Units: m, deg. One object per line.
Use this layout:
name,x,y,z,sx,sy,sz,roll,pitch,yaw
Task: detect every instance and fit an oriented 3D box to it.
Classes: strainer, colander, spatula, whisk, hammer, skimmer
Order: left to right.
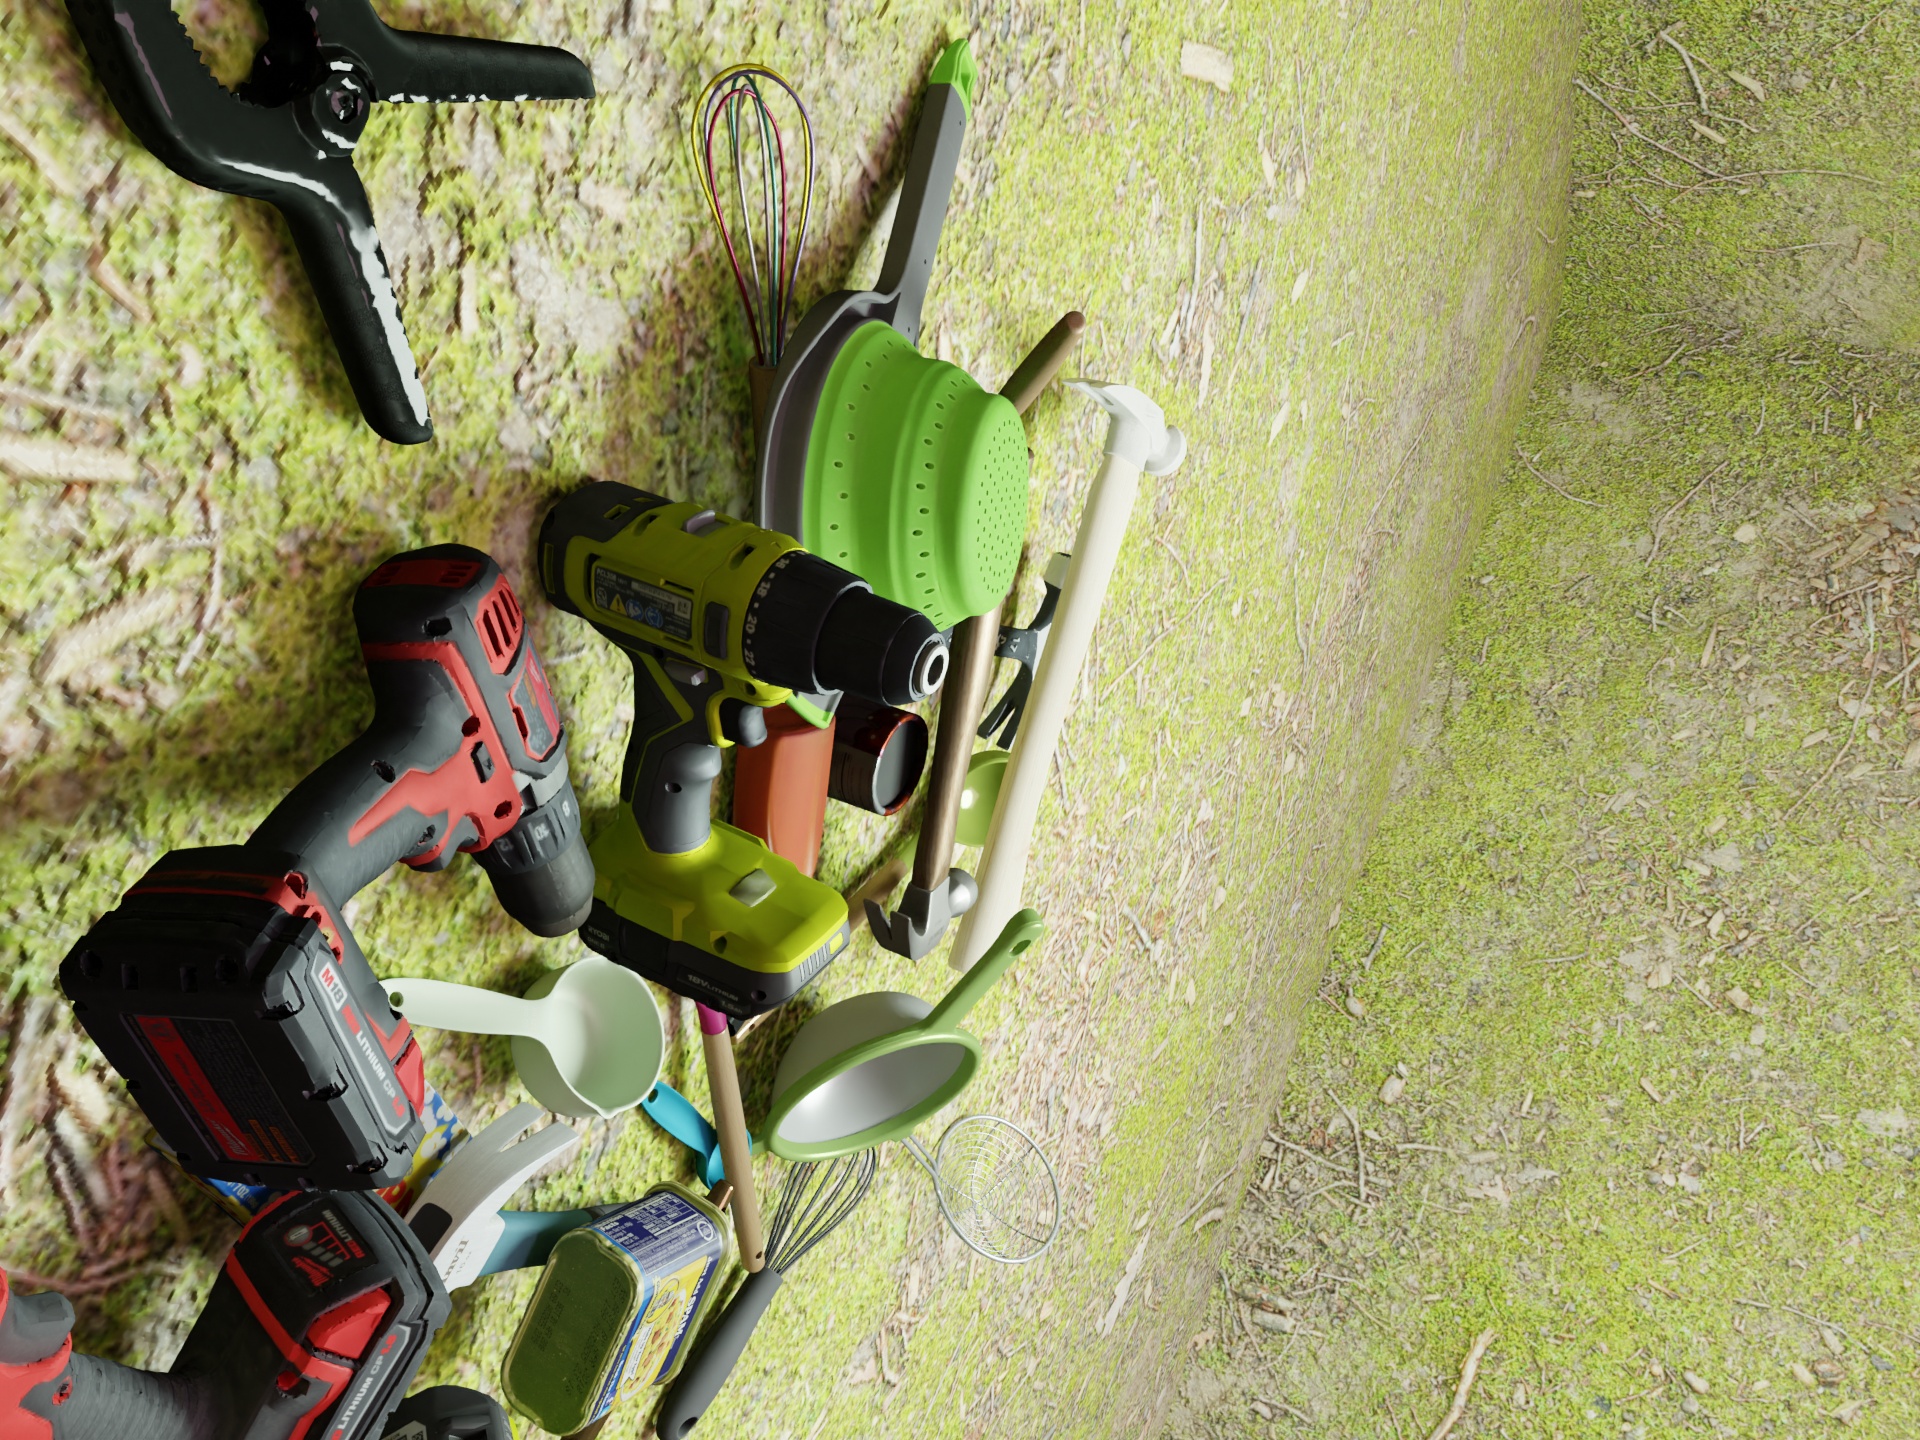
hammer,-0.194,0.266,0.817,0.128,0.033,0.330,-62,162,-9
whisk,-0.099,-0.196,0.780,0.047,0.051,0.244,-27,137,-31
whisk,-0.128,0.370,1.062,0.239,0.055,0.055,-55,150,-27
strainer,-0.037,0.184,1.009,0.151,0.069,0.256,8,132,-43
hammer,-0.028,-0.054,1.004,0.408,0.036,0.149,2,112,-63
colander,-0.005,-0.189,0.833,0.204,0.094,0.397,55,45,-66
skimmer,-0.006,0.325,1.235,0.362,0.090,0.127,63,16,-53
hammer,-0.002,-0.003,0.955,0.130,0.031,0.331,-38,142,-61
spatula,0.034,-0.177,0.940,0.317,0.044,0.082,153,-41,-77
hammer,0.059,-0.026,1.084,0.146,0.038,0.410,17,89,-60

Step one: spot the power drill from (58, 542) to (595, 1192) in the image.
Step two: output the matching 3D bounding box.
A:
power drill,-0.208,0.065,0.600,0.227,0.080,0.187,-74,159,-50

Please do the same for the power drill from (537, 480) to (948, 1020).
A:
power drill,-0.101,0.018,0.725,0.080,0.191,0.228,-39,143,-51

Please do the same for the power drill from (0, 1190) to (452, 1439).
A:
power drill,-0.290,0.209,0.527,0.219,0.079,0.143,27,93,-54

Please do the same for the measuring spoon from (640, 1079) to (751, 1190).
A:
measuring spoon,-0.164,0.241,0.942,0.042,0.021,0.128,-62,144,-26

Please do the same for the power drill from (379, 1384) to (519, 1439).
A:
power drill,-0.214,0.403,0.739,0.171,0.080,0.223,-30,132,-2

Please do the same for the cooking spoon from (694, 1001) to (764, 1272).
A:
cooking spoon,-0.140,0.199,0.923,0.069,0.017,0.318,-34,129,-46

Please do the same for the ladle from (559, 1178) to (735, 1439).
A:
ladle,-0.209,0.392,0.861,0.315,0.031,0.069,-59,150,-13

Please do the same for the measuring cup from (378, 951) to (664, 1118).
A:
measuring cup,-0.213,0.144,0.746,0.167,0.038,0.083,24,53,-48

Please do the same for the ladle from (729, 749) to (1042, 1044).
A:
ladle,-0.045,0.117,1.062,0.320,0.062,0.078,-43,142,-44
